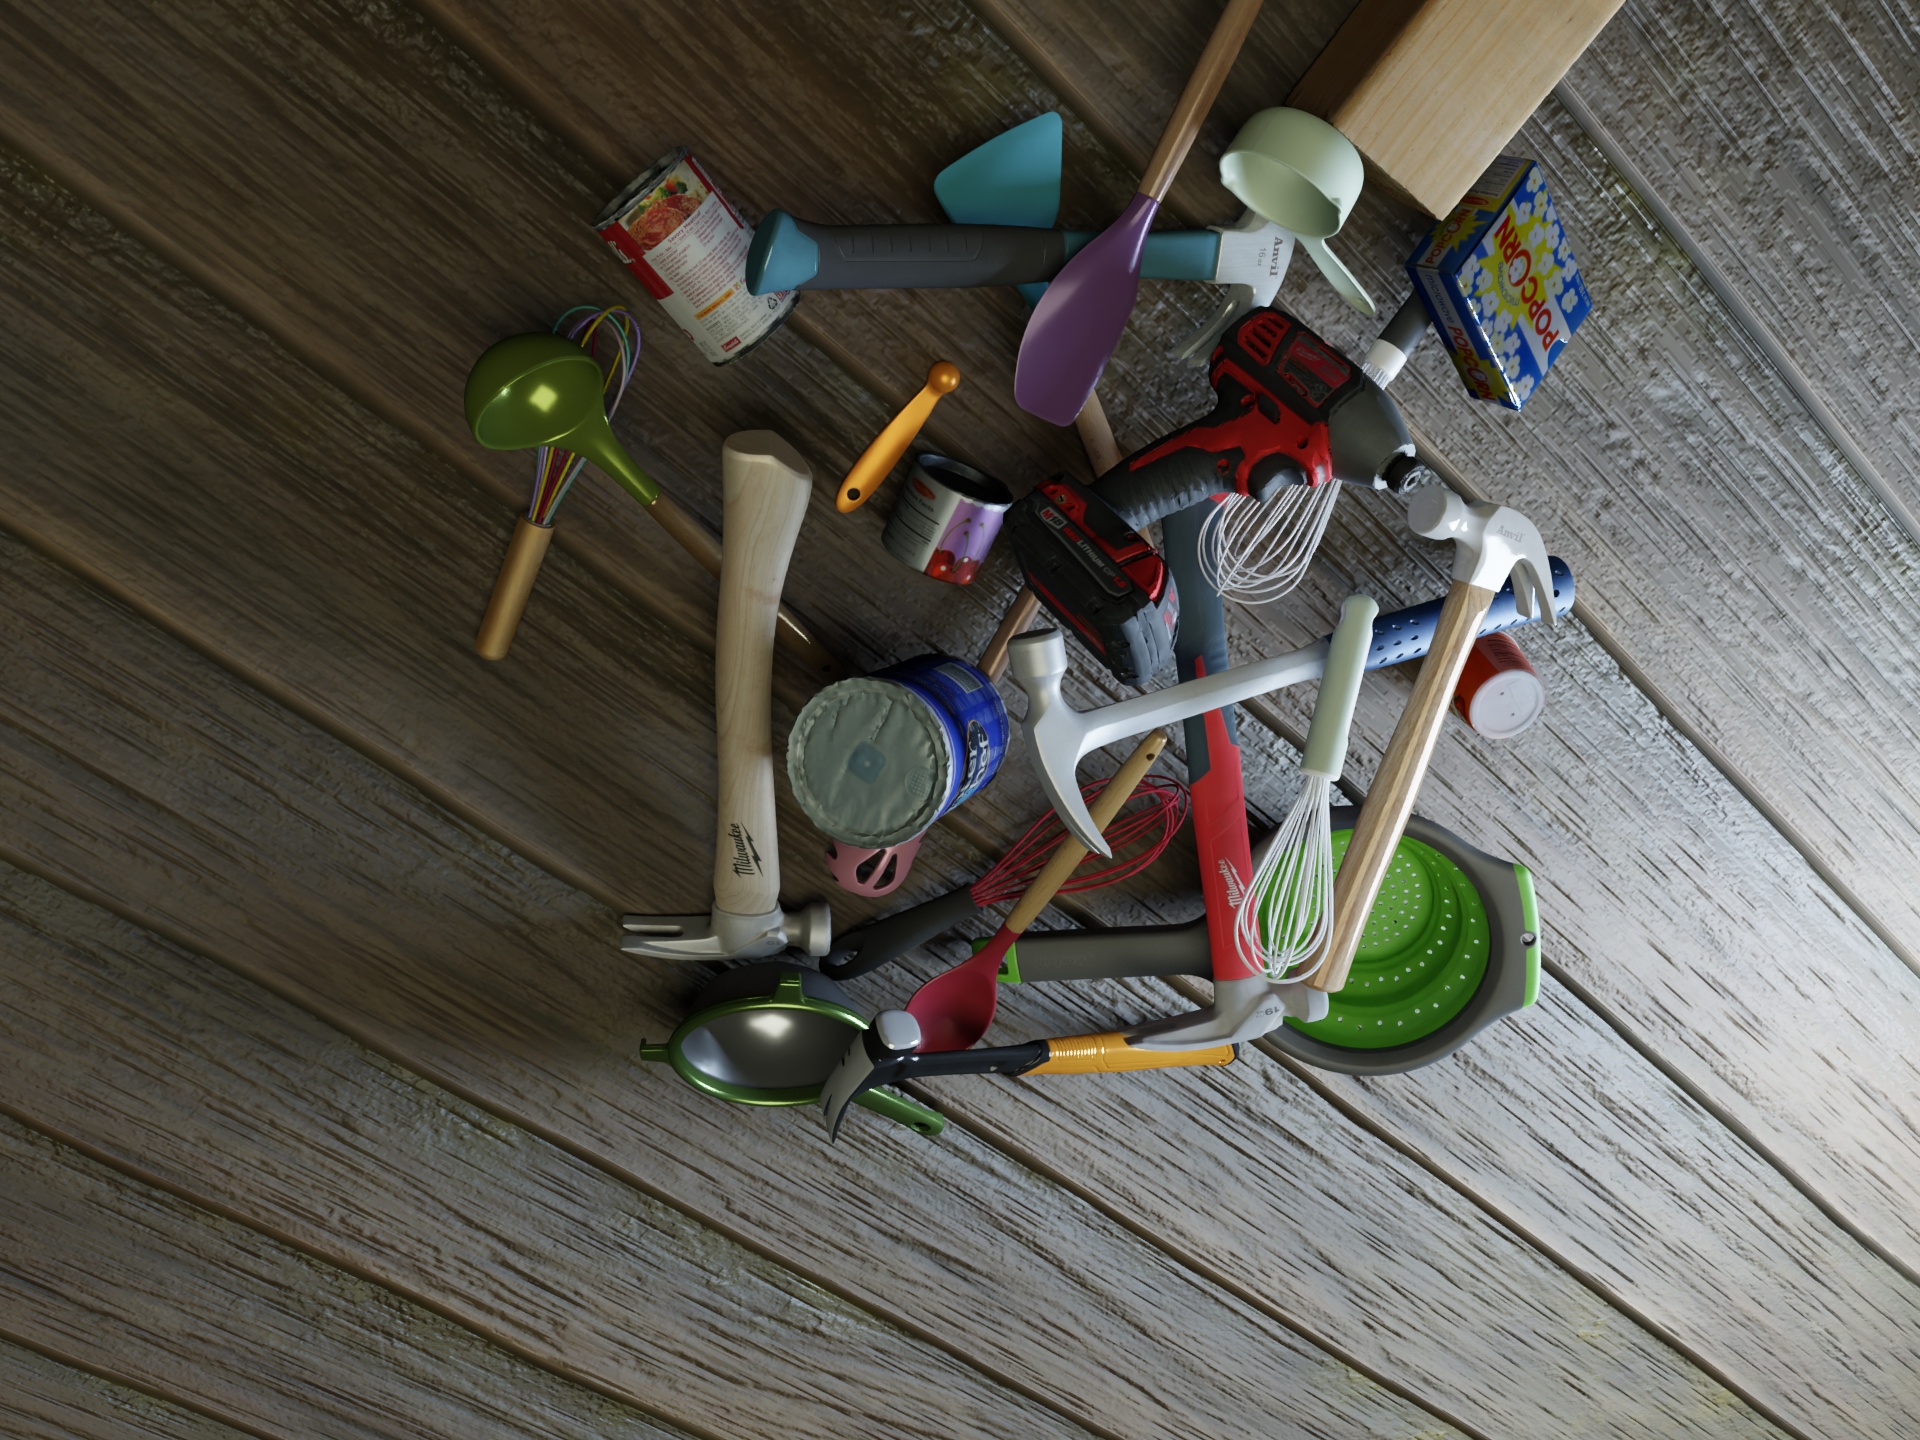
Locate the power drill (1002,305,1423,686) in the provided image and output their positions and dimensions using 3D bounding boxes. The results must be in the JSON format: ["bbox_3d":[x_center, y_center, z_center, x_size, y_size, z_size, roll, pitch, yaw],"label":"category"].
[{"bbox_3d":[0.146,-0.129,0.901,0.219,0.143,0.078,-39,152,-6],"label":"power drill"}]

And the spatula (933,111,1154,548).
[{"bbox_3d":[0.072,-0.204,0.965,0.082,0.044,0.317,-31,121,-8],"label":"spatula"}]

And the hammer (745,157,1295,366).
[{"bbox_3d":[0.042,-0.261,0.887,0.331,0.033,0.128,-7,118,-23],"label":"hammer"}]

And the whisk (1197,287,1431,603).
[{"bbox_3d":[0.239,-0.192,0.969,0.070,0.070,0.284,34,92,-23],"label":"whisk"}]

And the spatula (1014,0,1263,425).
[{"bbox_3d":[0.112,-0.310,0.865,0.059,0.018,0.316,19,105,-35],"label":"spatula"}]

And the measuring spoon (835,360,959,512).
[{"bbox_3d":[-0.040,-0.173,0.982,0.021,0.011,0.117,33,109,-23],"label":"measuring spoon"}]

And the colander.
[{"bbox_3d":[0.208,0.149,1.160,0.397,0.094,0.204,-5,106,14],"label":"colander"}]

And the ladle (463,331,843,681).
[{"bbox_3d":[-0.164,-0.109,0.940,0.078,0.062,0.319,-35,131,11],"label":"ladle"}]

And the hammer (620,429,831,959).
[{"bbox_3d":[-0.146,0.004,1.004,0.146,0.038,0.410,1,129,-8],"label":"hammer"}]

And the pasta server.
[{"bbox_3d":[-0.002,-0.003,1.074,0.060,0.040,0.316,24,108,-20],"label":"pasta server"}]

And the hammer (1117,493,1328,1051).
[{"bbox_3d":[0.152,0.031,1.046,0.143,0.038,0.386,-11,103,-7],"label":"hammer"}]

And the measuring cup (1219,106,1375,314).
[{"bbox_3d":[0.209,-0.287,0.903,0.167,0.083,0.038,30,90,-49],"label":"measuring cup"}]

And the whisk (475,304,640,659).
[{"bbox_3d":[-0.249,-0.139,0.952,0.051,0.047,0.245,19,117,-19],"label":"whisk"}]

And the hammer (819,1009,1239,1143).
[{"bbox_3d":[0.063,0.250,1.160,0.336,0.034,0.127,3,137,-31],"label":"hammer"}]

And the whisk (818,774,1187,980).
[{"bbox_3d":[0.028,0.116,1.126,0.296,0.073,0.073,-27,119,12],"label":"whisk"}]

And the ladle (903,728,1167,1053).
[{"bbox_3d":[0.049,0.123,1.080,0.069,0.031,0.315,18,122,-27],"label":"ladle"}]

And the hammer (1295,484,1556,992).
[{"bbox_3d":[0.289,0.022,1.022,0.130,0.031,0.331,11,103,-31],"label":"hammer"}]

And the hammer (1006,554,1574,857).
[{"bbox_3d":[0.225,-0.032,1.016,0.405,0.035,0.144,-16,103,-20],"label":"hammer"}]

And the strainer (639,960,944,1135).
[{"bbox_3d":[-0.098,0.238,1.169,0.151,0.069,0.256,-29,135,27],"label":"strainer"}]

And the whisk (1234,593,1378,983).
[{"bbox_3d":[0.220,0.041,0.979,0.059,0.057,0.246,14,86,7],"label":"whisk"}]
